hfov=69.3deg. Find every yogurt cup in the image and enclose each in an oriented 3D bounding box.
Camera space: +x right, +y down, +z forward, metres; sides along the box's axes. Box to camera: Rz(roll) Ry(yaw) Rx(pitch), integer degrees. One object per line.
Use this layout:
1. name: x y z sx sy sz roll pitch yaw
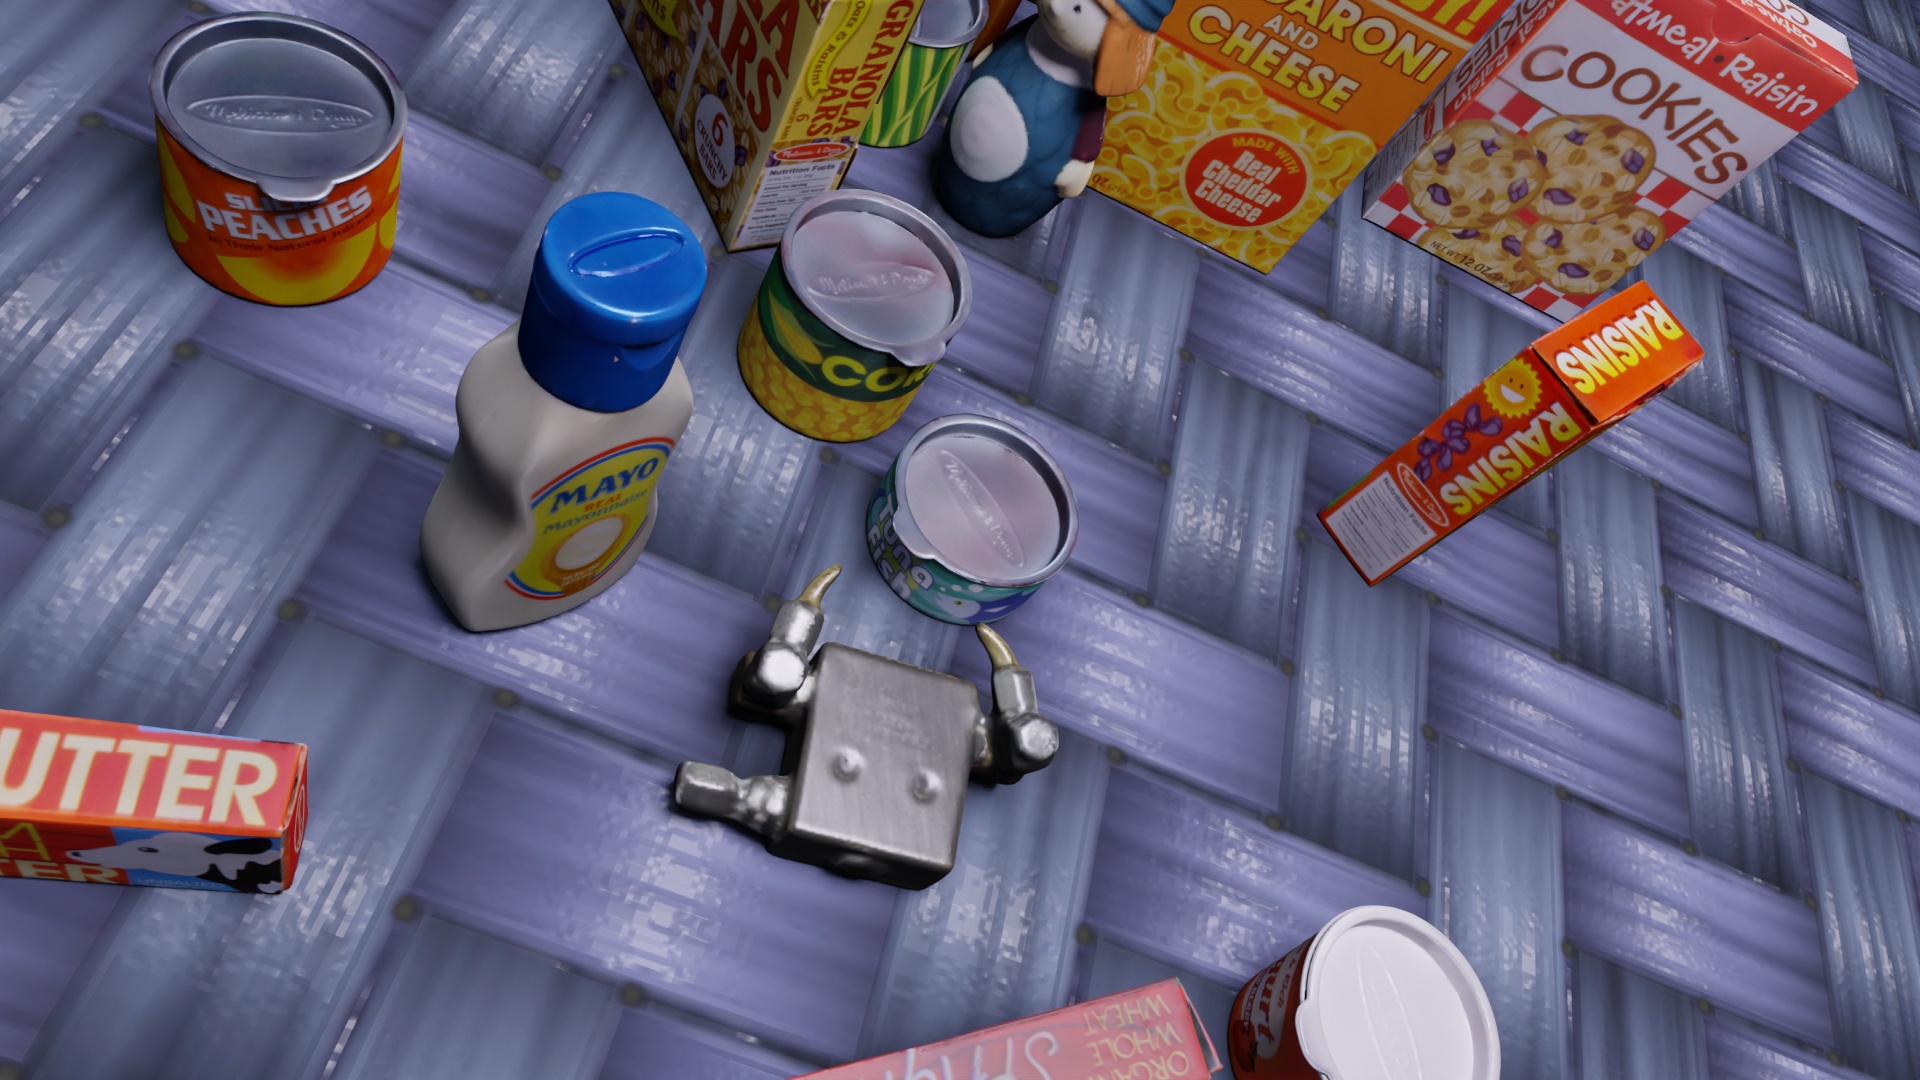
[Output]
1. yogurt cup: 0.118 0.150 0.418 0.072 0.053 0.073 12 57 -19

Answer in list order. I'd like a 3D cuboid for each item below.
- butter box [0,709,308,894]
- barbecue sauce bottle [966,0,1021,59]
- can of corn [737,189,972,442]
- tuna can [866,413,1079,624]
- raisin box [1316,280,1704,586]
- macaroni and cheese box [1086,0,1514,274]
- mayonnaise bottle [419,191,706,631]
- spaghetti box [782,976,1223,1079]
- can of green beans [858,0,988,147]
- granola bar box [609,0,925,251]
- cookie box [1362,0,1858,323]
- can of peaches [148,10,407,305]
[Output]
1. butter box: -0.206 0.059 0.316 0.103 0.053 0.024 10 58 -20
2. barbecue sauce bottle: 0.016 -0.269 0.559 0.065 0.147 0.044 39 53 0
3. can of corn: -0.036 -0.073 0.474 0.071 0.058 0.071 12 57 -19
4. tuna can: 0.002 -0.006 0.468 0.071 0.032 0.071 12 57 -19
5. raisin box: 0.207 -0.038 0.530 0.086 0.122 0.040 -26 75 -35
6. macaroni and cheese box: 0.119 -0.194 0.553 0.124 0.165 0.040 23 54 -12
7. mayonnaise bottle: -0.101 -0.028 0.359 0.065 0.147 0.041 -25 75 -35
8. spaghetti box: -0.051 0.151 0.338 0.251 0.050 0.029 -4 64 -28
9. can of green beans: -0.030 -0.200 0.553 0.071 0.057 0.071 12 57 -19
10. granola bar box: -0.080 -0.206 0.490 0.039 0.123 0.166 -15 69 -32
11. cookie box: 0.283 -0.184 0.626 0.123 0.166 0.040 24 54 -12
12. can of peaches: -0.203 -0.111 0.416 0.071 0.057 0.071 12 57 -19
